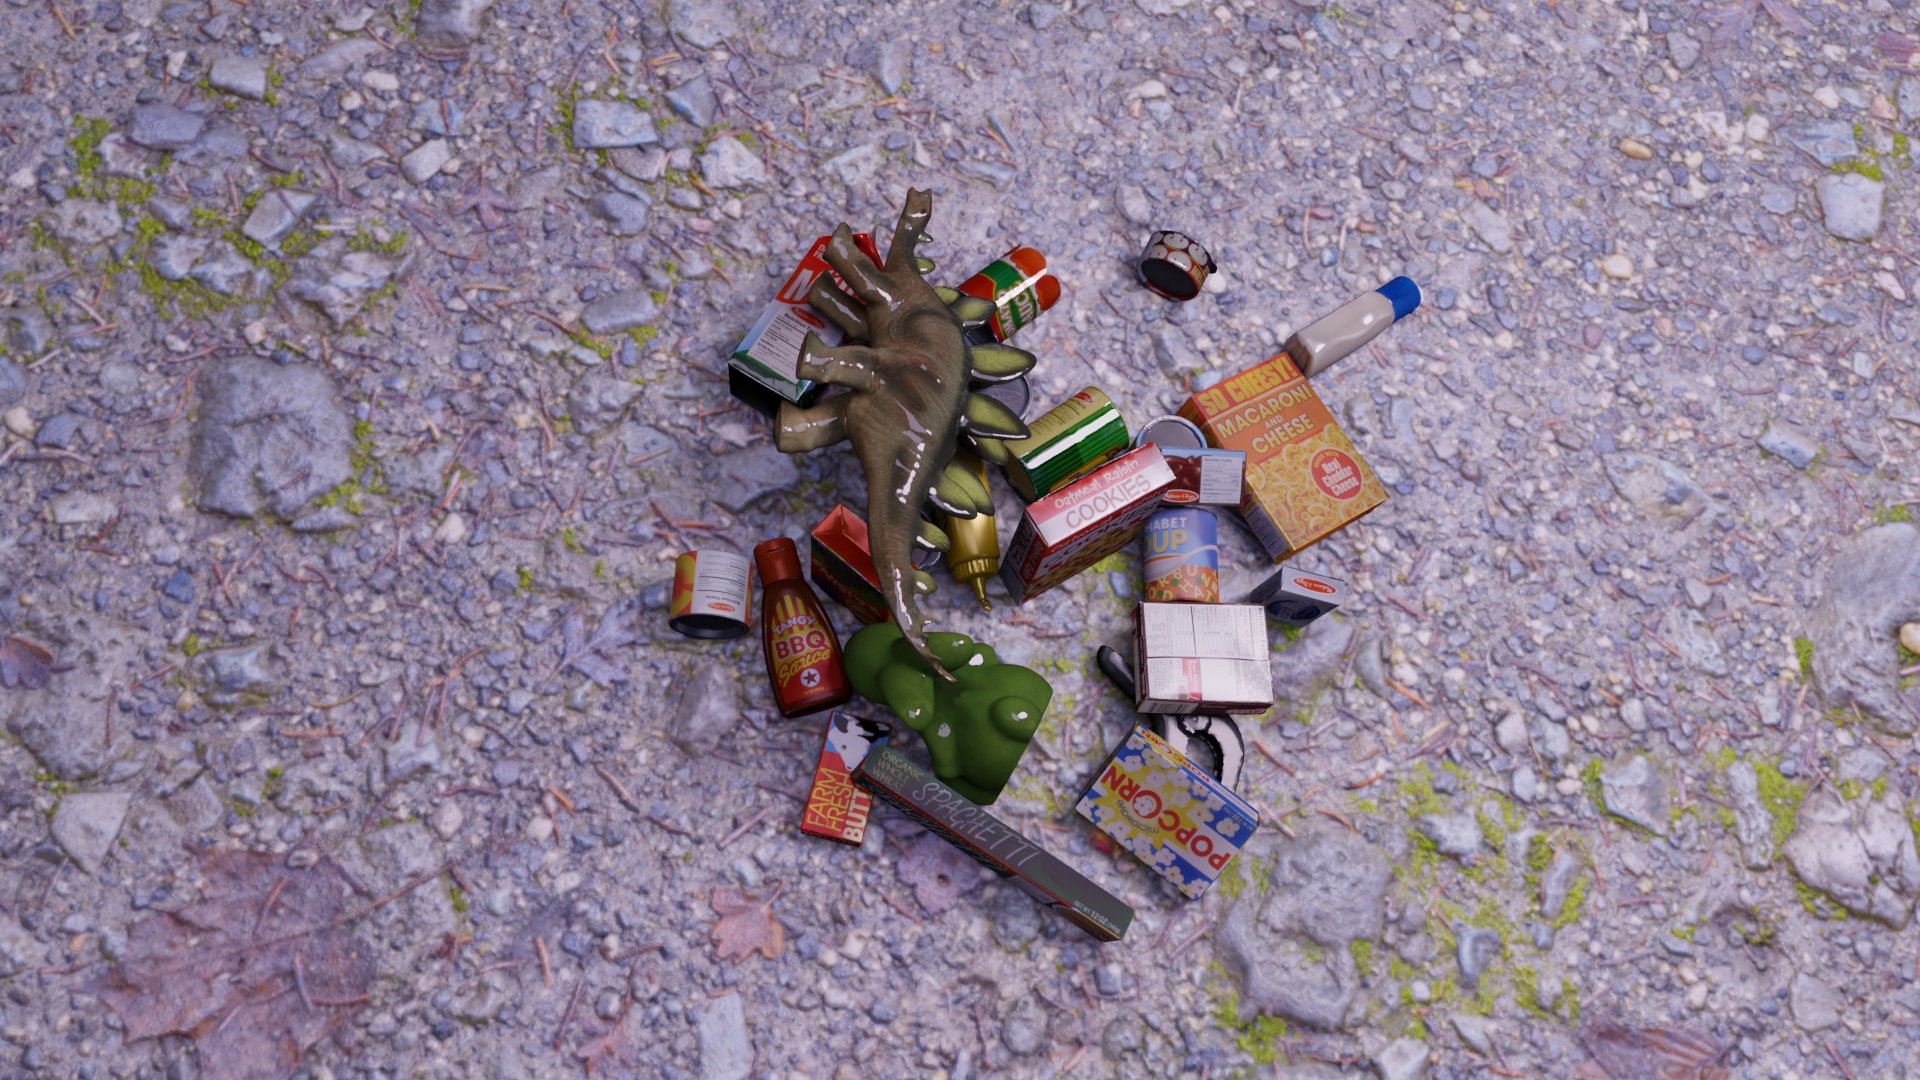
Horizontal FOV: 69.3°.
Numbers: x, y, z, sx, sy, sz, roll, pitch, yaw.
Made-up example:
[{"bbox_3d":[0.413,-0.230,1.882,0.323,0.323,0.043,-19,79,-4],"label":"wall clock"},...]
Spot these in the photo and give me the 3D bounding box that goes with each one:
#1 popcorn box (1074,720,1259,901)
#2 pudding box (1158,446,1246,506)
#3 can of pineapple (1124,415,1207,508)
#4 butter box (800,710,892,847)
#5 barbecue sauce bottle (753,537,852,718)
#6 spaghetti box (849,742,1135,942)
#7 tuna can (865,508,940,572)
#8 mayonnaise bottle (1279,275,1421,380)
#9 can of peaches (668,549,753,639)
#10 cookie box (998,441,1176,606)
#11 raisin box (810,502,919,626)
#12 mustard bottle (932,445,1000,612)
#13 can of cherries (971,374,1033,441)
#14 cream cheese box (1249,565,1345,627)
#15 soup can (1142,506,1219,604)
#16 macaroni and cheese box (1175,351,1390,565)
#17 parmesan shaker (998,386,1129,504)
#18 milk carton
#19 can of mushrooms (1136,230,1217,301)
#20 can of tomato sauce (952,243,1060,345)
[{"bbox_3d":[0.169,0.222,1.139,0.127,0.038,0.085,37,106,6],"label":"popcorn box"},{"bbox_3d":[0.203,-0.056,1.199,0.084,0.030,0.049,1,96,-16],"label":"pudding box"},{"bbox_3d":[0.183,-0.071,1.249,0.071,0.057,0.071,2,72,-6],"label":"can of pineapple"},{"bbox_3d":[-0.094,0.196,1.145,0.053,0.024,0.104,15,71,-2],"label":"butter box"},{"bbox_3d":[-0.140,0.072,1.172,0.065,0.043,0.149,-16,73,-7],"label":"barbecue sauce bottle"},{"bbox_3d":[0.025,0.243,1.115,0.250,0.050,0.029,33,67,-1],"label":"spaghetti box"},{"bbox_3d":[-0.051,0.003,1.211,0.071,0.032,0.071,2,71,-6],"label":"tuna can"},{"bbox_3d":[0.371,-0.203,1.314,0.148,0.064,0.041,-31,74,-19],"label":"mayonnaise bottle"},{"bbox_3d":[-0.209,0.046,1.162,0.071,0.071,0.058,3,68,-5],"label":"can of peaches"},{"bbox_3d":[0.101,-0.012,1.162,0.123,0.167,0.040,-28,76,-14],"label":"cookie box"},{"bbox_3d":[-0.081,0.028,1.151,0.086,0.123,0.040,39,72,7],"label":"raisin box"},{"bbox_3d":[0.004,-0.015,1.208,0.049,0.065,0.160,-9,77,-14],"label":"mustard bottle"},{"bbox_3d":[0.028,-0.120,1.248,0.071,0.058,0.071,2,71,-7],"label":"can of cherries"},{"bbox_3d":[0.287,0.049,1.196,0.053,0.103,0.024,15,75,0],"label":"cream cheese box"},{"bbox_3d":[0.190,0.019,1.213,0.071,0.071,0.084,3,72,-5],"label":"soup can"},{"bbox_3d":[0.291,-0.076,1.262,0.124,0.040,0.166,-25,75,-26],"label":"macaroni and cheese box"},{"bbox_3d":[0.089,-0.084,1.241,0.103,0.071,0.071,-33,78,-14],"label":"parmesan shaker"},{"bbox_3d":[-0.126,-0.200,1.251,0.073,0.072,0.191,31,72,3],"label":"milk carton"},{"bbox_3d":[0.203,-0.257,1.309,0.071,0.071,0.033,29,72,4],"label":"can of mushrooms"},{"bbox_3d":[0.042,-0.224,1.279,0.083,0.071,0.071,-37,79,-17],"label":"can of tomato sauce"}]
